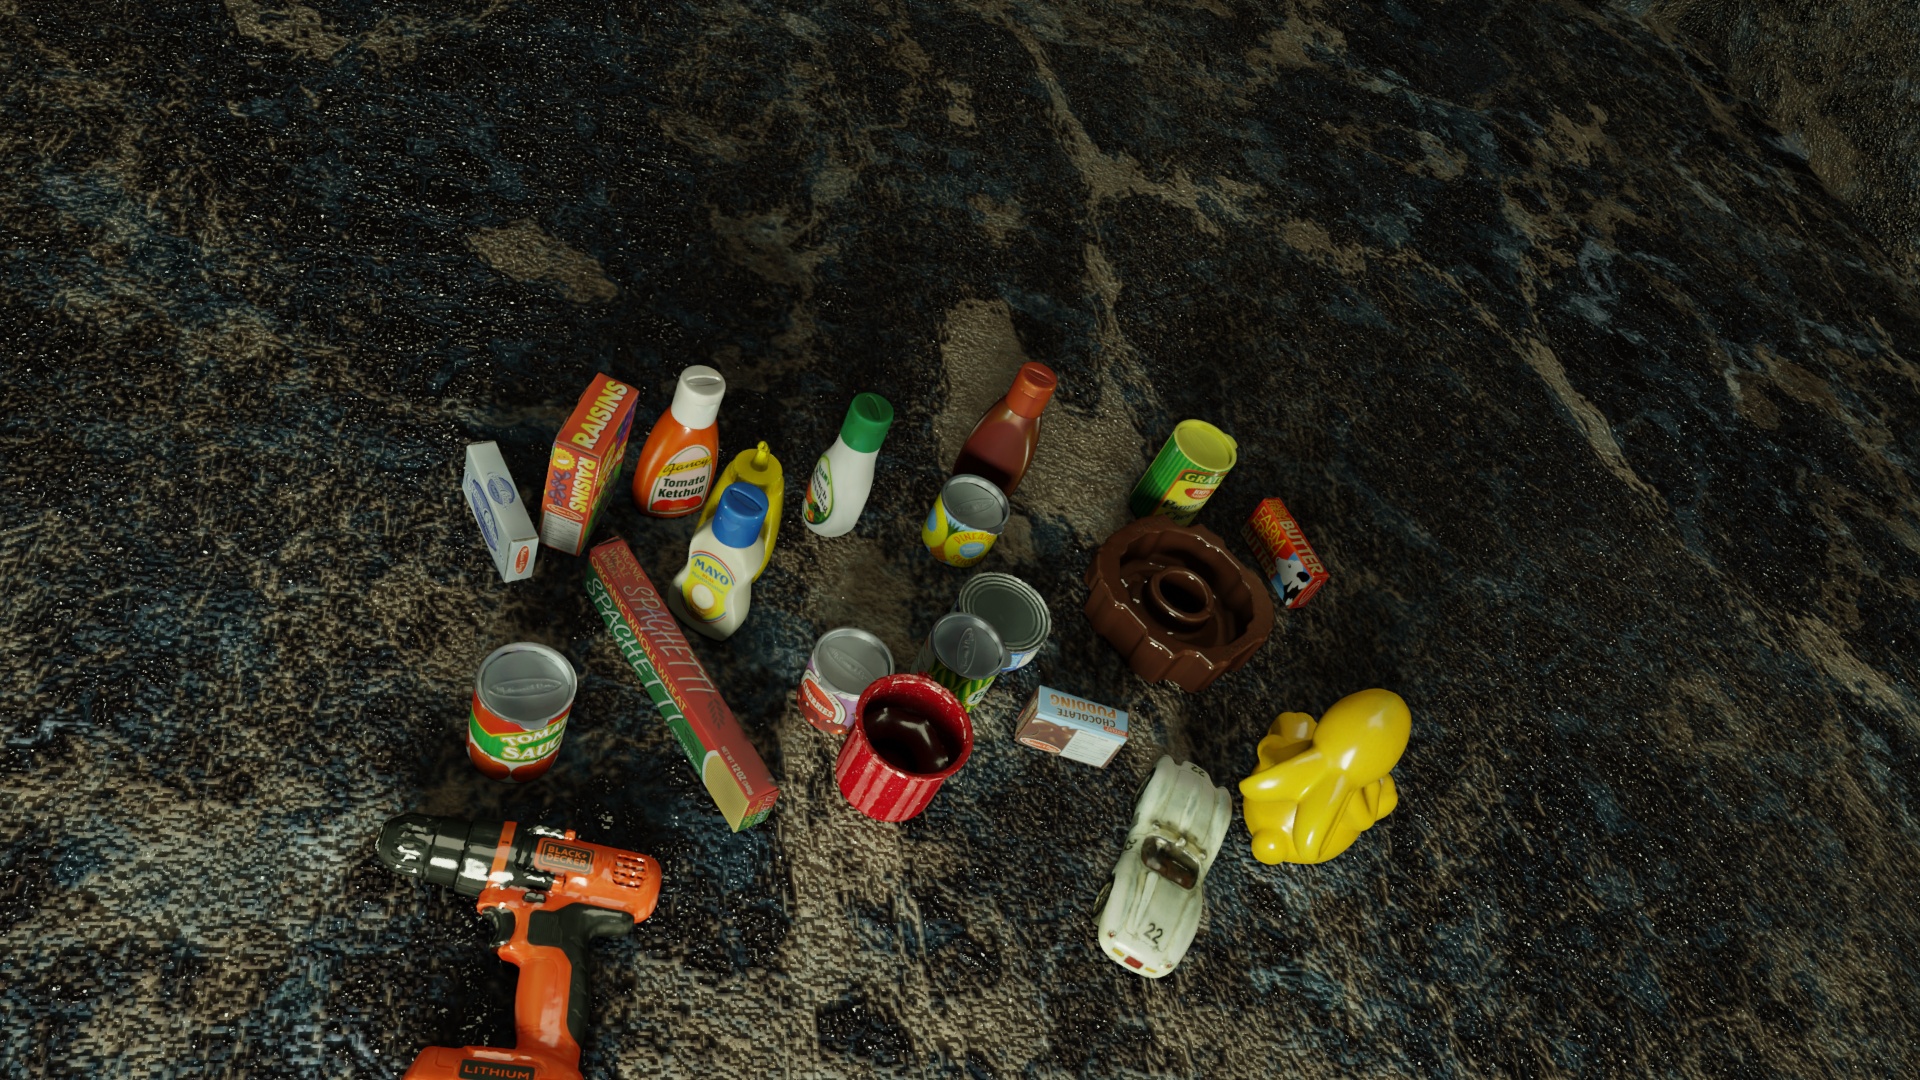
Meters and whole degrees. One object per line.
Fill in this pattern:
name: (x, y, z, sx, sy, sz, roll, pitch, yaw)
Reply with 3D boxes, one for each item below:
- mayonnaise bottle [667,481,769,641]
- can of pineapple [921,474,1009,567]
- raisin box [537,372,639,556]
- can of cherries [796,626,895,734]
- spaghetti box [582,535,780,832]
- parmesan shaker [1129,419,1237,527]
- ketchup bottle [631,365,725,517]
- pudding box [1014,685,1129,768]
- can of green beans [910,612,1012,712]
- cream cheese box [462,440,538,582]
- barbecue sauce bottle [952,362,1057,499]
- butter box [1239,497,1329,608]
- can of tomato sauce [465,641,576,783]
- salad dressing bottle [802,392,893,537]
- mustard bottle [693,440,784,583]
mayonnaise bottle: (-0.184, 0.015, 1.078, 0.065, 0.147, 0.041, 33, 45, 4)
can of pineapple: (0.004, -0.016, 1.258, 0.071, 0.057, 0.071, 13, 47, -15)
raisin box: (-0.298, -0.060, 1.107, 0.040, 0.122, 0.086, 23, 45, -6)
can of cherries: (-0.094, 0.112, 1.098, 0.071, 0.058, 0.072, 13, 47, -15)
spaghetti box: (-0.216, 0.105, 1.052, 0.029, 0.050, 0.250, -19, 62, -37)
parmesan shaker: (0.220, -0.061, 1.369, 0.071, 0.102, 0.072, 13, 47, -15)
ketchup bottle: (-0.227, -0.080, 1.141, 0.065, 0.148, 0.044, -8, 55, -31)
pudding box: (0.093, 0.156, 1.155, 0.084, 0.049, 0.030, 18, 46, -10)
can of green beans: (-0.003, 0.103, 1.151, 0.071, 0.057, 0.071, 13, 47, -15)
cream cheese box: (-0.363, -0.023, 1.093, 0.024, 0.053, 0.104, -13, 58, -34)
barbecue sauce bottle: (0.045, -0.101, 1.289, 0.065, 0.147, 0.044, 28, 45, 0)
butter box: (0.323, 0.012, 1.389, 0.024, 0.052, 0.104, -6, 54, -30)
can of tomato sauce: (-0.307, 0.123, 0.970, 0.071, 0.082, 0.071, 13, 47, -15)
salad dressing bottle: (-0.096, -0.064, 1.190, 0.044, 0.146, 0.064, -1, 52, -26)
mustard bottle: (-0.171, -0.027, 1.112, 0.065, 0.159, 0.049, 23, 45, -5)
